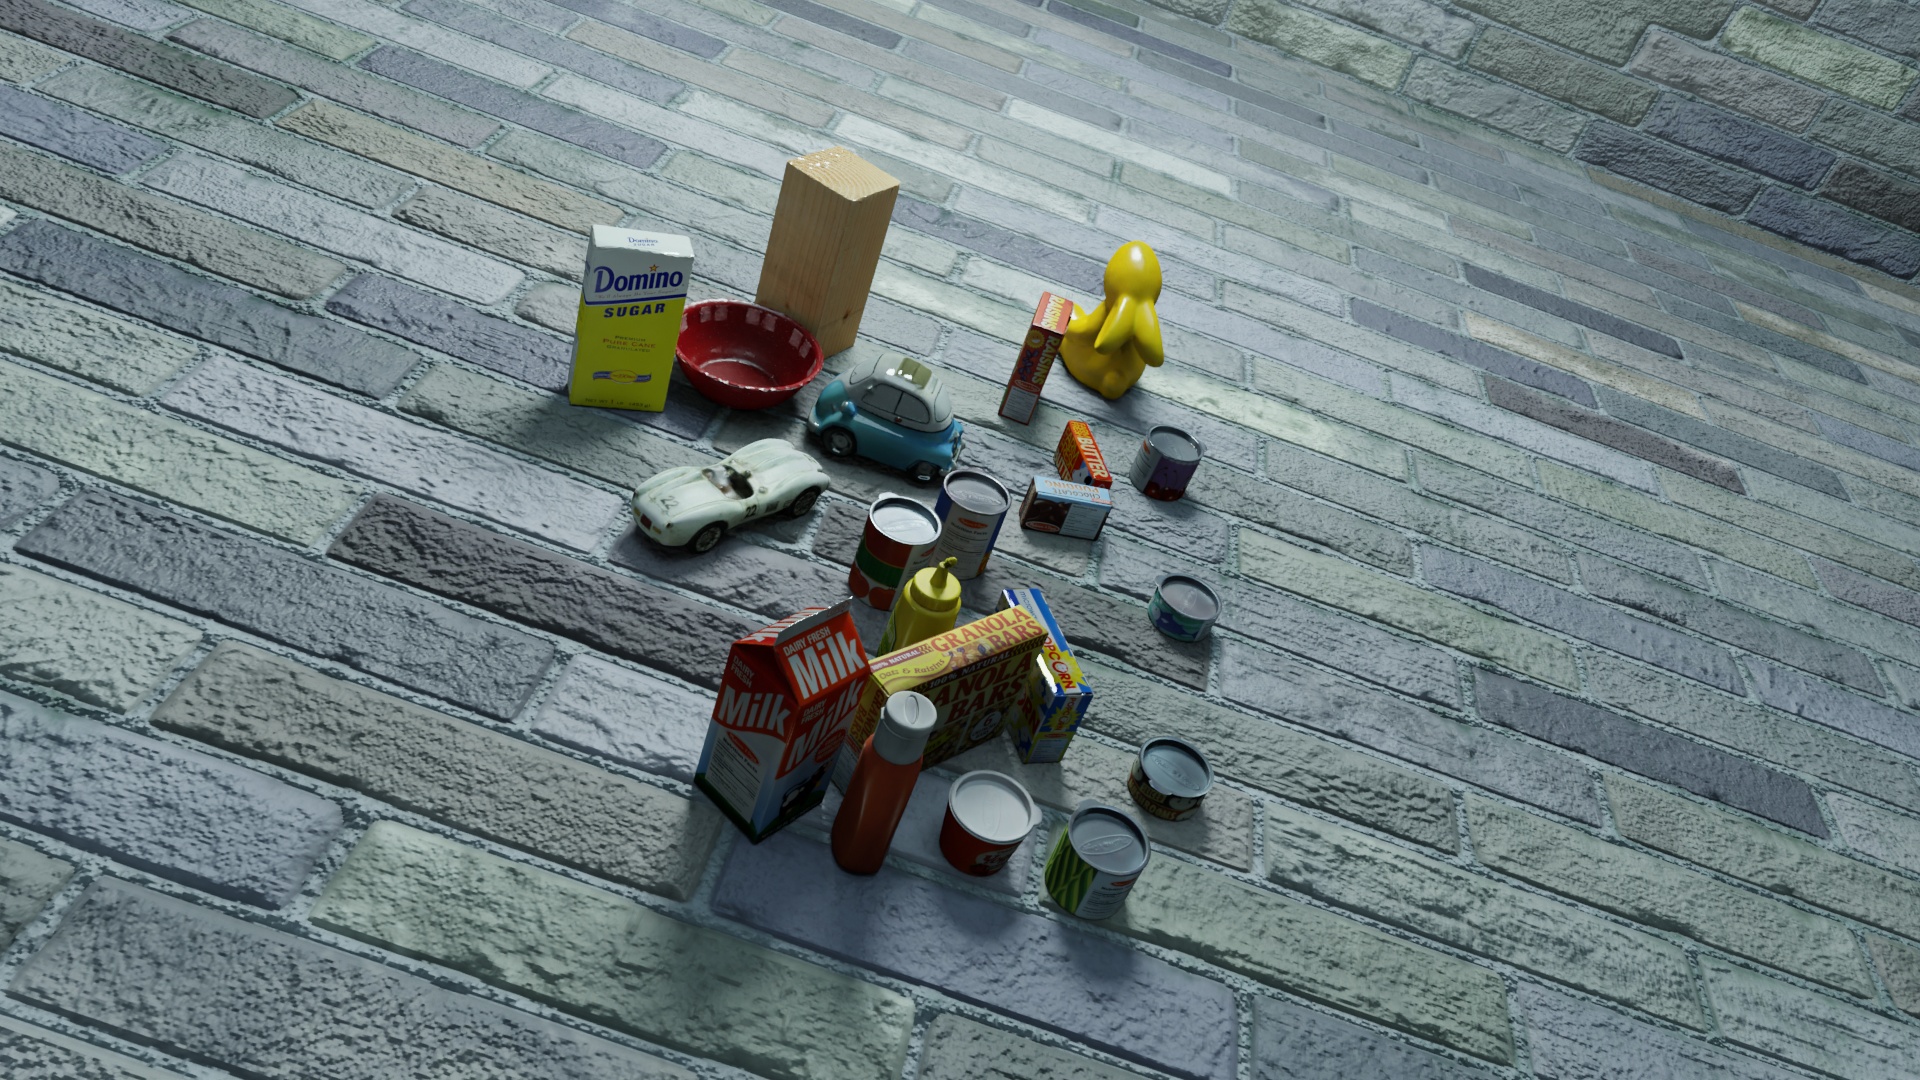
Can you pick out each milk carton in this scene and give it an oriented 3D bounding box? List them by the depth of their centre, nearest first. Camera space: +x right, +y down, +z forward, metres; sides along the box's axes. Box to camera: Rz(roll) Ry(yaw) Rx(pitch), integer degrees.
[{"bbox_3d":[-0.124,0.119,0.989,0.073,0.189,0.072,39,41,23],"label":"milk carton"}]

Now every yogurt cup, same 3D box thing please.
[{"bbox_3d":[0.017,0.216,1.049,0.072,0.053,0.073,13,38,-10],"label":"yogurt cup"}]

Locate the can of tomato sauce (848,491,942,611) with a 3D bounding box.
[{"bbox_3d":[-0.061,0.011,1.243,0.071,0.082,0.071,13,38,-10],"label":"can of tomato sauce"}]

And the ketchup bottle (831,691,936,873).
[{"bbox_3d":[-0.055,0.170,0.993,0.043,0.148,0.065,12,38,-12],"label":"ketchup bottle"}]

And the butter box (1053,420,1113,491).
[{"bbox_3d":[0.128,-0.076,1.465,0.024,0.052,0.104,5,40,-20],"label":"butter box"}]

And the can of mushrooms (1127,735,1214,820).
[{"bbox_3d":[0.174,0.200,1.160,0.071,0.033,0.071,13,38,-10],"label":"can of mushrooms"}]

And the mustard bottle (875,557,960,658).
[{"bbox_3d":[-0.032,0.069,1.120,0.049,0.159,0.065,11,38,-14],"label":"mustard bottle"}]

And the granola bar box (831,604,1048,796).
[{"bbox_3d":[-0.019,0.125,1.086,0.166,0.123,0.039,-18,51,-40],"label":"granola bar box"}]

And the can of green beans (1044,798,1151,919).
[{"bbox_3d":[0.103,0.243,1.053,0.071,0.057,0.071,13,38,-10],"label":"can of green beans"}]

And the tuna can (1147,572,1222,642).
[{"bbox_3d":[0.215,0.064,1.349,0.071,0.032,0.071,13,38,-10],"label":"tuna can"}]

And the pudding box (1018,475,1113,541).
[{"bbox_3d":[0.106,-0.032,1.403,0.084,0.049,0.030,9,38,-15],"label":"pudding box"}]

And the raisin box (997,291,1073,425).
[{"bbox_3d":[0.084,-0.202,1.543,0.040,0.122,0.086,21,37,0],"label":"raisin box"}]

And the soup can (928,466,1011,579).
[{"bbox_3d":[0.005,-0.016,1.307,0.071,0.083,0.072,13,38,-10],"label":"soup can"}]

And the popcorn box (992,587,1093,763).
[{"bbox_3d":[0.060,0.112,1.172,0.038,0.084,0.127,0,42,-25],"label":"popcorn box"}]

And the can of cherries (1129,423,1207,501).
[{"bbox_3d":[0.227,-0.084,1.518,0.071,0.058,0.072,13,38,-10],"label":"can of cherries"}]
